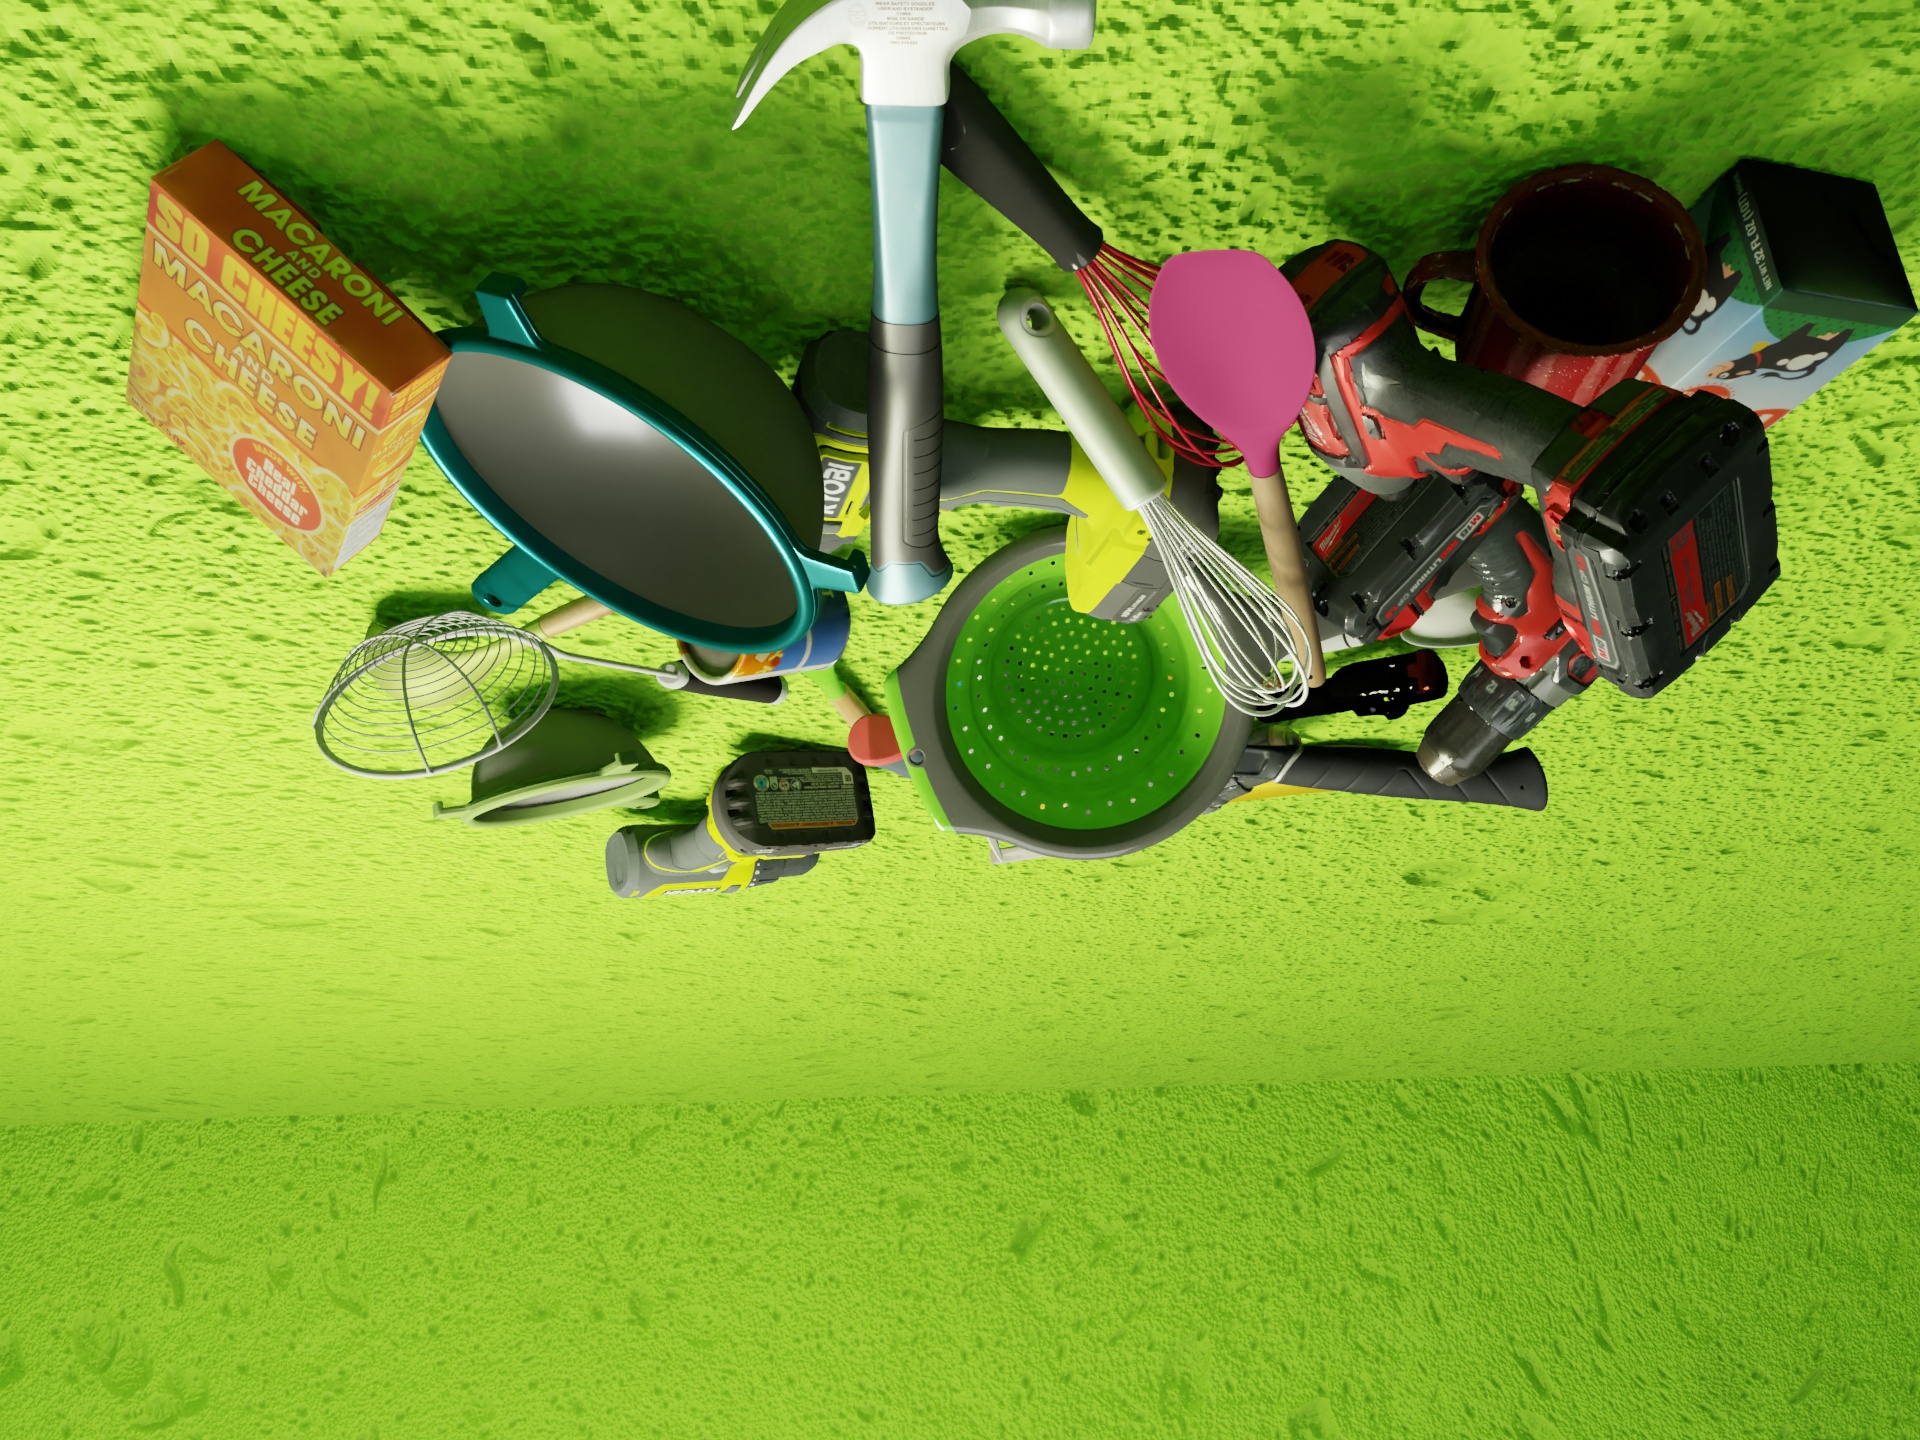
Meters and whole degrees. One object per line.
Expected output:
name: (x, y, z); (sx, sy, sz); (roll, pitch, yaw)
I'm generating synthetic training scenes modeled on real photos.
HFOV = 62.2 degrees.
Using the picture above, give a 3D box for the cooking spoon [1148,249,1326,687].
cooking spoon: (0.148, -0.105, 0.754); (0.069, 0.017, 0.318); (4, 150, 23)

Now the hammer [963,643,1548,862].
hammer: (0.203, 0.034, 1.084); (0.409, 0.149, 0.036); (4, -165, -5)

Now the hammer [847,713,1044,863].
hammer: (0.008, 0.061, 1.273); (0.143, 0.038, 0.386); (-12, 161, 25)

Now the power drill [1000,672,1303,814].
power drill: (0.138, 0.029, 1.204); (0.185, 0.084, 0.226); (-20, 156, 31)

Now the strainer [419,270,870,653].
strainer: (-0.172, -0.121, 0.788); (0.210, 0.095, 0.340); (38, 156, -20)

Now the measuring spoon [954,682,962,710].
measuring spoon: (-0.002, -0.004, 1.176); (0.042, 0.021, 0.128); (1, 159, -8)

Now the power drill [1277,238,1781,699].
power drill: (0.225, -0.110, 0.674); (0.078, 0.220, 0.143); (-43, 138, -3)

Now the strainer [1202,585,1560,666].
strainer: (0.266, -0.061, 1.047); (0.258, 0.050, 0.087); (-12, -162, 33)

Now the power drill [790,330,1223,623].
power drill: (0.009, -0.119, 0.839); (0.223, 0.080, 0.171); (8, 155, -15)

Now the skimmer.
skimmer: (-0.219, -0.006, 0.962); (0.127, 0.090, 0.363); (16, -177, 27)

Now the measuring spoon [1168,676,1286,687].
measuring spoon: (0.185, -0.032, 1.151); (0.117, 0.011, 0.021); (3, 166, -21)

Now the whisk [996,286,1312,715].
whisk: (0.093, -0.102, 0.761); (0.246, 0.058, 0.059); (53, 161, -14)

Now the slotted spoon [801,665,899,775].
slotted spoon: (-0.084, -0.013, 1.144); (0.070, 0.031, 0.313); (-7, 159, 12)

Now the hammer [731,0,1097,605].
hammer: (-0.022, -0.162, 0.668); (0.128, 0.033, 0.330); (2, 145, 0)

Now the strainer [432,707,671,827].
strainer: (-0.283, 0.032, 1.204); (0.151, 0.069, 0.256); (-15, 173, 7)

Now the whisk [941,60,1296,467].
whisk: (0.063, -0.193, 0.691); (0.073, 0.073, 0.295); (-19, 146, 34)

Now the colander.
colander: (0.151, -0.050, 0.988); (0.397, 0.204, 0.094); (-20, -169, 1)

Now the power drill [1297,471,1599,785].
power drill: (0.284, -0.059, 0.900); (0.226, 0.080, 0.188); (21, 118, -36)

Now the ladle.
ladle: (-0.232, -0.077, 0.969); (0.320, 0.062, 0.078); (-20, 155, 21)

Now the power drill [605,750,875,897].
power drill: (-0.167, 0.094, 1.323); (0.190, 0.080, 0.228); (0, 162, -34)
